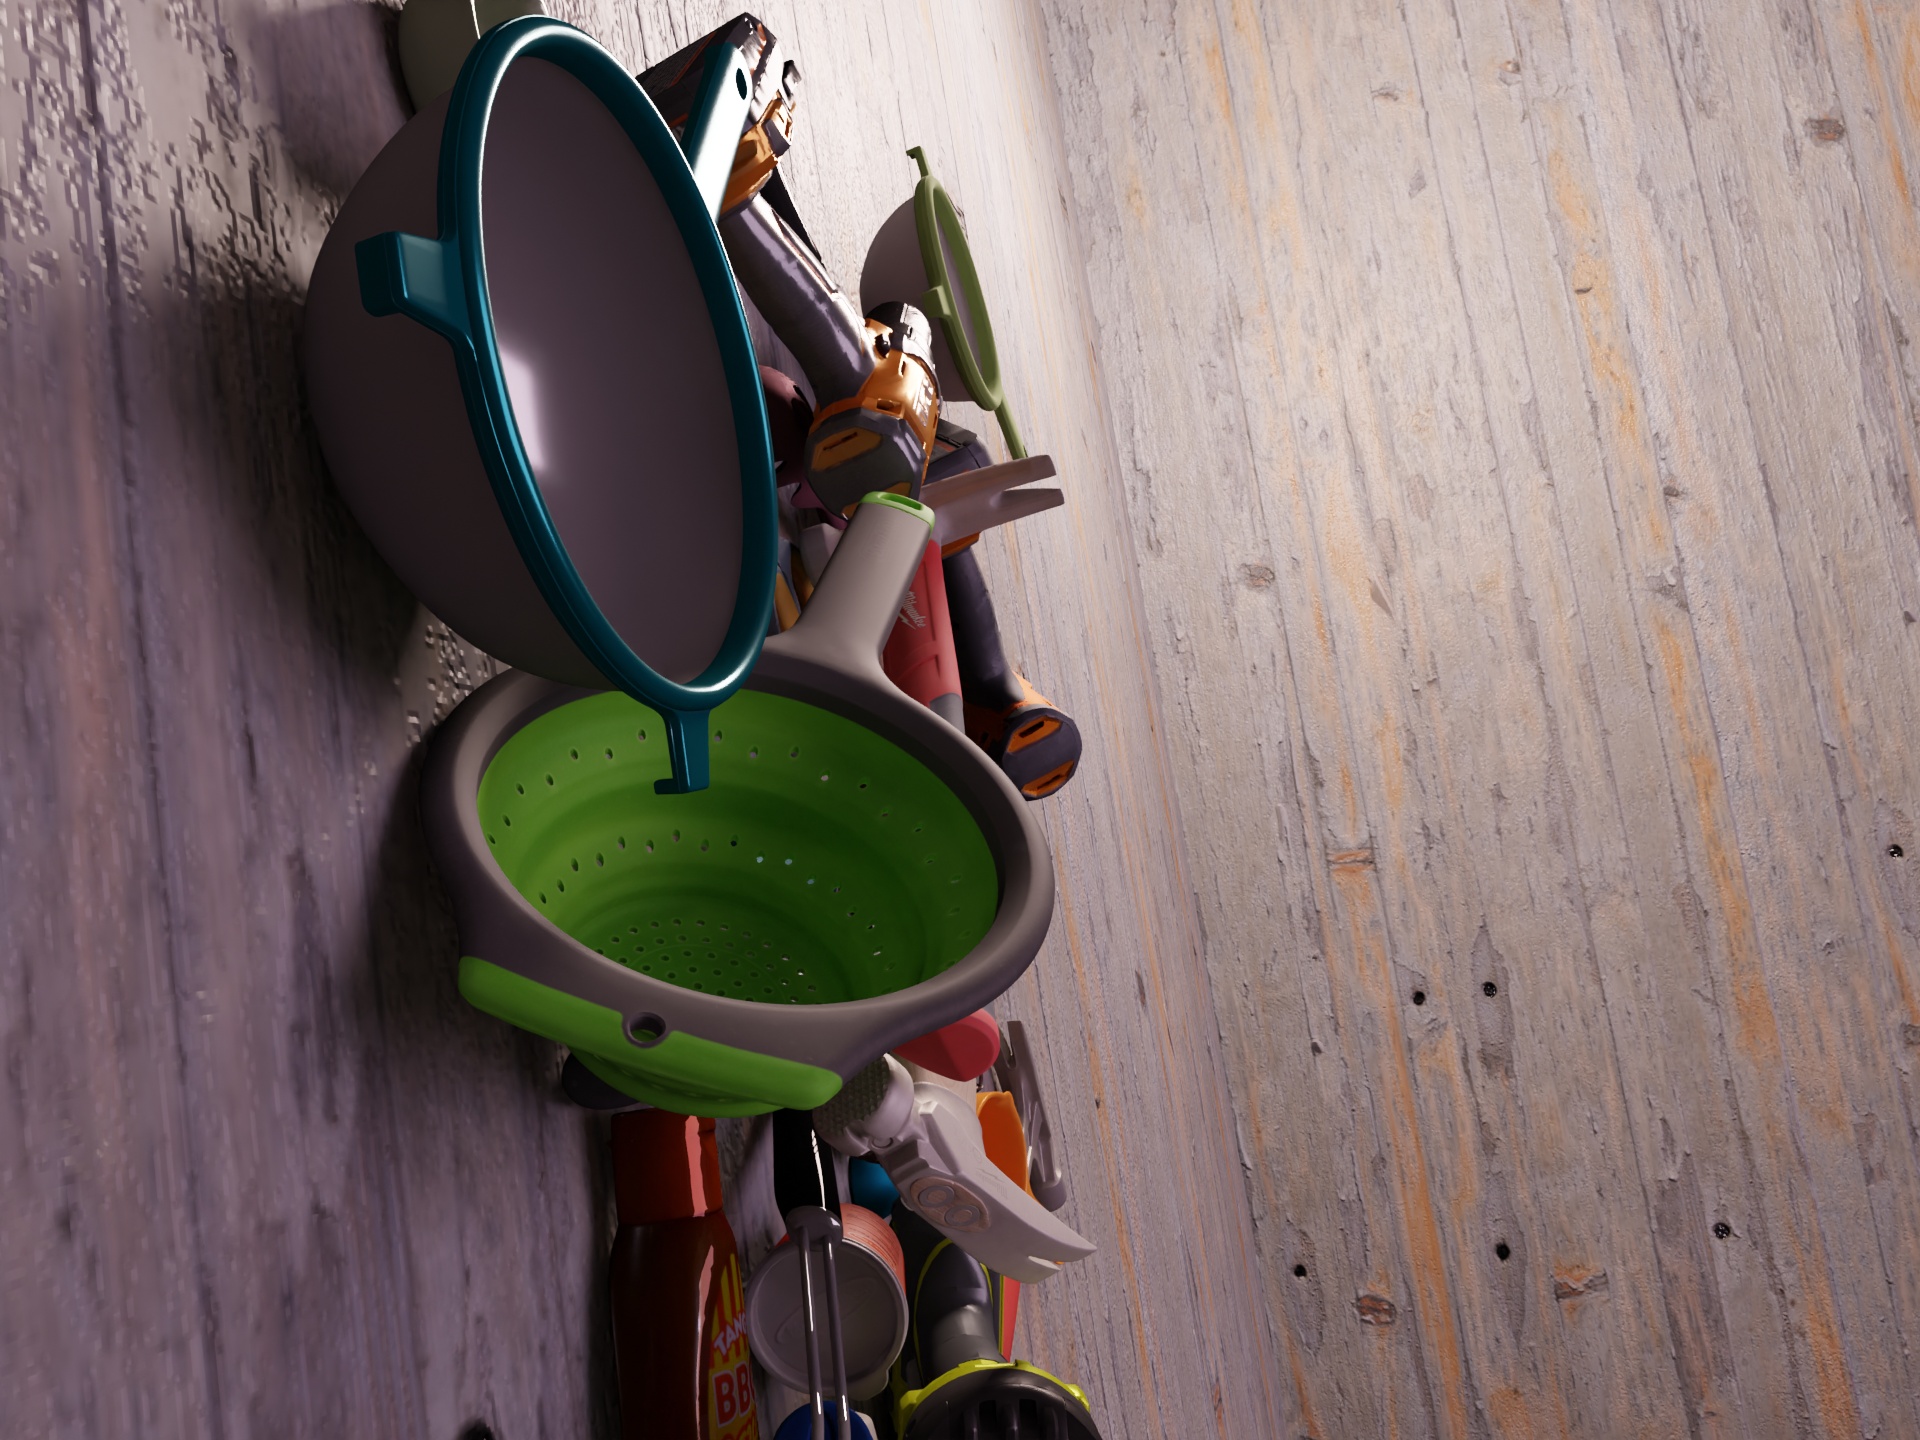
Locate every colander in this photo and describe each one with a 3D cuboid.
[{"bbox_3d":[-0.066,0.023,0.604,0.397,0.204,0.094,-73,-179,-59],"label":"colander"}]

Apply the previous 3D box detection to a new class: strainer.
[{"bbox_3d":[-0.011,-0.238,1.060,0.256,0.069,0.152,61,18,-55],"label":"strainer"},{"bbox_3d":[-0.135,-0.145,0.546,0.341,0.095,0.210,-87,162,-45],"label":"strainer"}]

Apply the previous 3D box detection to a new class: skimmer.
[{"bbox_3d":[-0.030,0.190,0.550,0.127,0.090,0.363,32,9,-16],"label":"skimmer"}]

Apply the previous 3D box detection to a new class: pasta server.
[{"bbox_3d":[-0.066,-0.080,0.928,0.315,0.040,0.060,68,17,-46],"label":"pasta server"}]

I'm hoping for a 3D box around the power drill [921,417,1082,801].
[{"bbox_3d":[-0.009,-0.073,0.993,0.164,0.084,0.226,39,-27,58],"label":"power drill"}]

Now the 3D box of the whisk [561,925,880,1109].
[{"bbox_3d":[-0.084,0.117,0.662,0.284,0.070,0.070,-1,81,-72],"label":"whisk"}]

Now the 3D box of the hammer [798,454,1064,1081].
[{"bbox_3d":[-0.001,-0.002,0.709,0.387,0.143,0.038,-98,168,-54],"label":"hammer"}]

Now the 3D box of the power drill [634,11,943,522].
[{"bbox_3d":[-0.079,-0.230,0.803,0.226,0.084,0.185,57,23,-30],"label":"power drill"}]

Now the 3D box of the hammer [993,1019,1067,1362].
[{"bbox_3d":[0.022,0.337,0.974,0.359,0.037,0.149,-68,146,-67],"label":"hammer"}]

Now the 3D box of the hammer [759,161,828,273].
[{"bbox_3d":[-0.074,-0.224,1.009,0.334,0.035,0.146,64,20,-50],"label":"hammer"}]

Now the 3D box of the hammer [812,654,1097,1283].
[{"bbox_3d":[-0.018,0.068,0.764,0.146,0.038,0.411,47,19,-32],"label":"hammer"}]

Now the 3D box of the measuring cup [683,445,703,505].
[{"bbox_3d":[-0.124,-0.128,0.654,0.157,0.029,0.062,-107,179,-50],"label":"measuring cup"}]

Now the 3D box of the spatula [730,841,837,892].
[{"bbox_3d":[-0.119,-0.059,0.666,0.082,0.044,0.317,-76,152,-71],"label":"spatula"}]

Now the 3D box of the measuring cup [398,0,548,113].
[{"bbox_3d":[-0.188,-0.257,0.545,0.167,0.038,0.083,58,25,-54],"label":"measuring cup"}]

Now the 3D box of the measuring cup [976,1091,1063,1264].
[{"bbox_3d":[0.014,0.278,0.918,0.173,0.052,0.095,61,30,-46],"label":"measuring cup"}]

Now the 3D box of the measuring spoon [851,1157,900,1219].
[{"bbox_3d":[-0.042,0.197,0.836,0.042,0.021,0.129,56,27,-60],"label":"measuring spoon"}]

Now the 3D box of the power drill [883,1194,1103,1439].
[{"bbox_3d":[0.003,0.322,0.698,0.223,0.080,0.171,-162,-107,-83],"label":"power drill"}]
